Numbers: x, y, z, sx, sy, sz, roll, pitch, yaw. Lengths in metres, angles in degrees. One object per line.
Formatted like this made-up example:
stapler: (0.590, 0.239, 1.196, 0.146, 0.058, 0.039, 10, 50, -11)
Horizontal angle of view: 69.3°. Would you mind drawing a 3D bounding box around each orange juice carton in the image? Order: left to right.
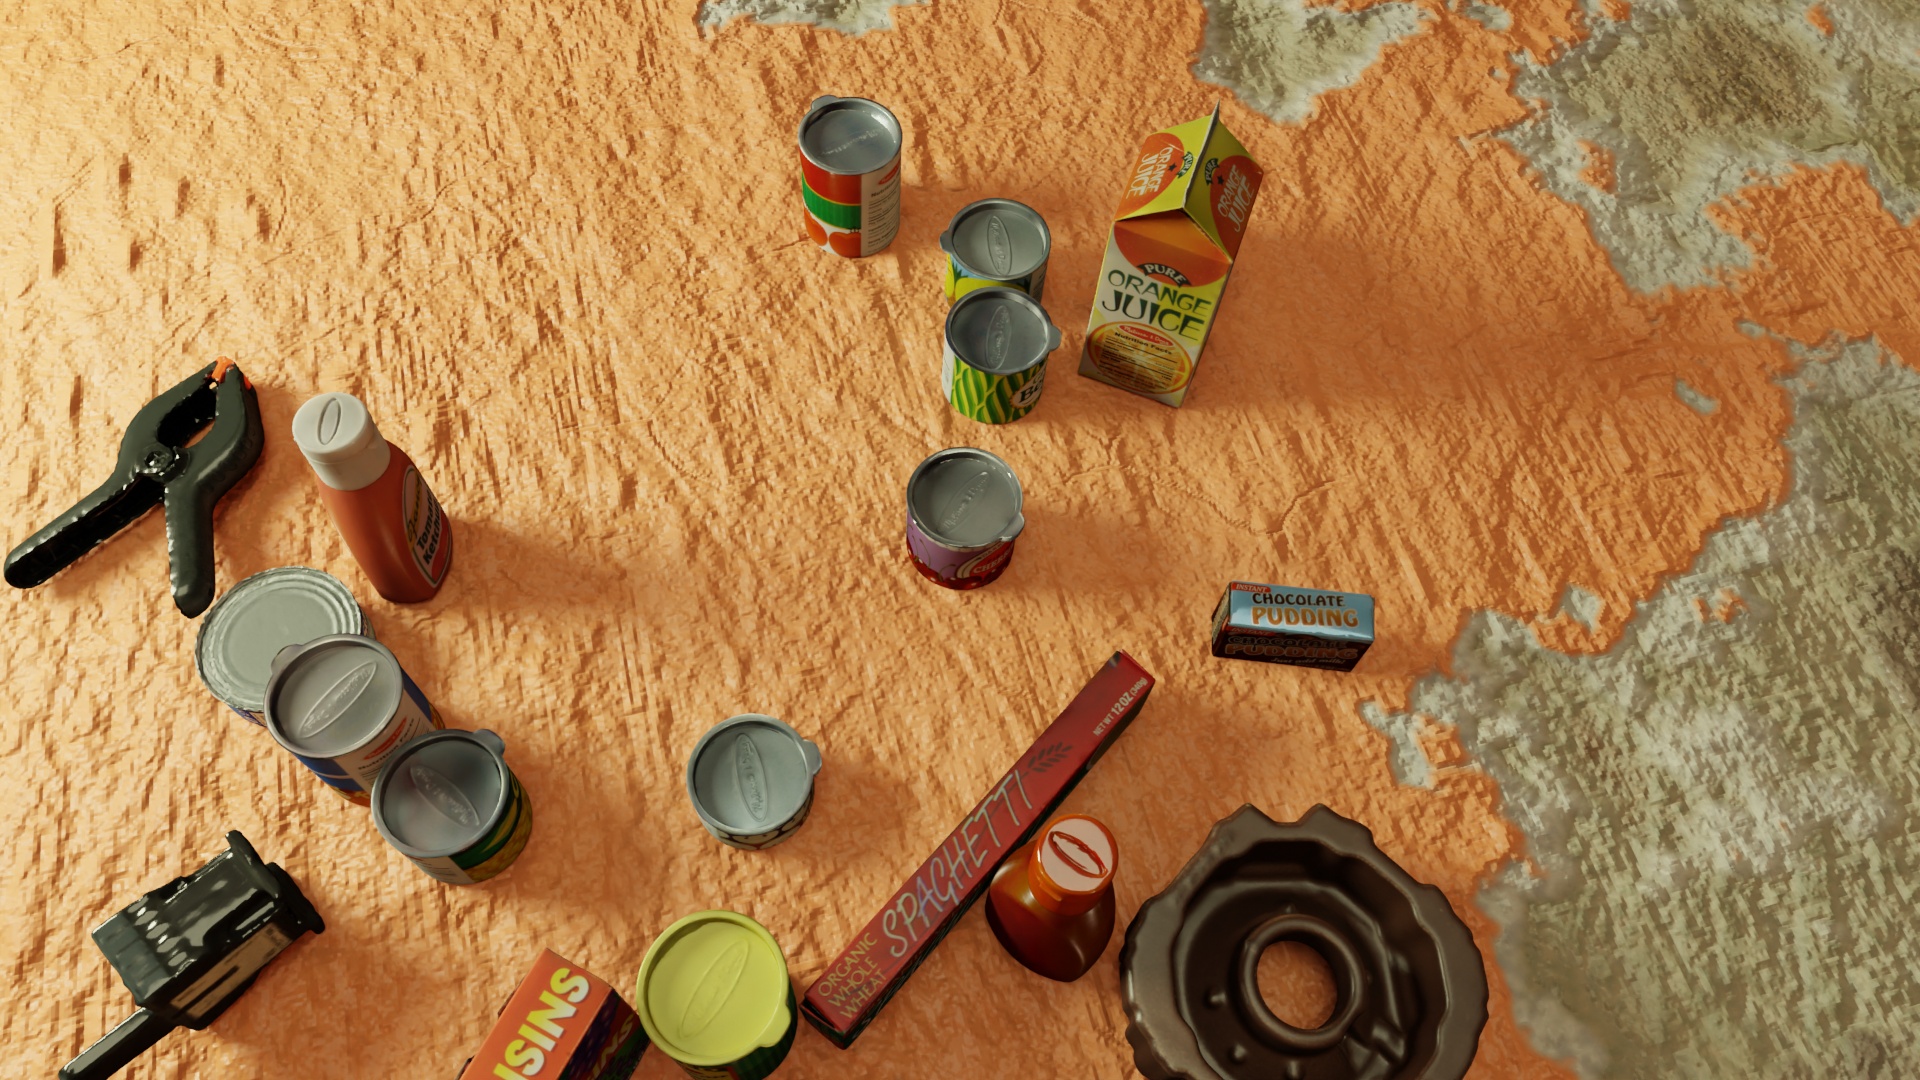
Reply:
orange juice carton: (0.125, -0.168, 0.824, 0.073, 0.191, 0.072, 20, 63, 7)

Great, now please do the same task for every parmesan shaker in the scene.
parmesan shaker: (-0.109, 0.220, 0.652, 0.071, 0.102, 0.071, 1, 62, -3)

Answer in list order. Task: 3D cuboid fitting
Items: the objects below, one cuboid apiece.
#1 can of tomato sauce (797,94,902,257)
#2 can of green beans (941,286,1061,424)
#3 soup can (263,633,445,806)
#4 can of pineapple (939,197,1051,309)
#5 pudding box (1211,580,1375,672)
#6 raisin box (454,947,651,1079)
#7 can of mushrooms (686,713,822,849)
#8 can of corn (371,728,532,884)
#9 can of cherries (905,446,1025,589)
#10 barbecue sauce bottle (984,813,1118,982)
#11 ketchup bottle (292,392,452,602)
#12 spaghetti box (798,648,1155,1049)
can of tomato sauce: (-0.073, -0.238, 0.912, 0.071, 0.082, 0.071, 1, 62, -3)
can of green beans: (0.022, -0.115, 0.866, 0.071, 0.057, 0.071, 2, 62, -3)
soup can: (-0.312, 0.093, 0.719, 0.071, 0.083, 0.071, 1, 62, -3)
can of pineapple: (0.021, -0.178, 0.900, 0.071, 0.057, 0.071, 2, 62, -3)
pudding box: (0.189, 0.049, 0.793, 0.084, 0.049, 0.030, 7, 62, 0)
raisin box: (-0.184, 0.241, 0.625, 0.040, 0.122, 0.086, 26, 64, 10)
can of mushrooms: (-0.108, 0.129, 0.741, 0.071, 0.033, 0.071, 2, 62, -3)
can of corn: (-0.257, 0.136, 0.713, 0.071, 0.058, 0.071, 2, 62, -3)
can of cherries: (0.003, -0.010, 0.808, 0.071, 0.058, 0.072, 2, 62, -3)
barbecue sauce bottle: (0.046, 0.170, 0.663, 0.065, 0.147, 0.044, 36, 66, 15)
ketchup bottle: (-0.314, -0.024, 0.744, 0.043, 0.148, 0.065, -1, 62, -4)
spaghetti box: (0.013, 0.157, 0.723, 0.029, 0.050, 0.251, 39, 66, 16)
